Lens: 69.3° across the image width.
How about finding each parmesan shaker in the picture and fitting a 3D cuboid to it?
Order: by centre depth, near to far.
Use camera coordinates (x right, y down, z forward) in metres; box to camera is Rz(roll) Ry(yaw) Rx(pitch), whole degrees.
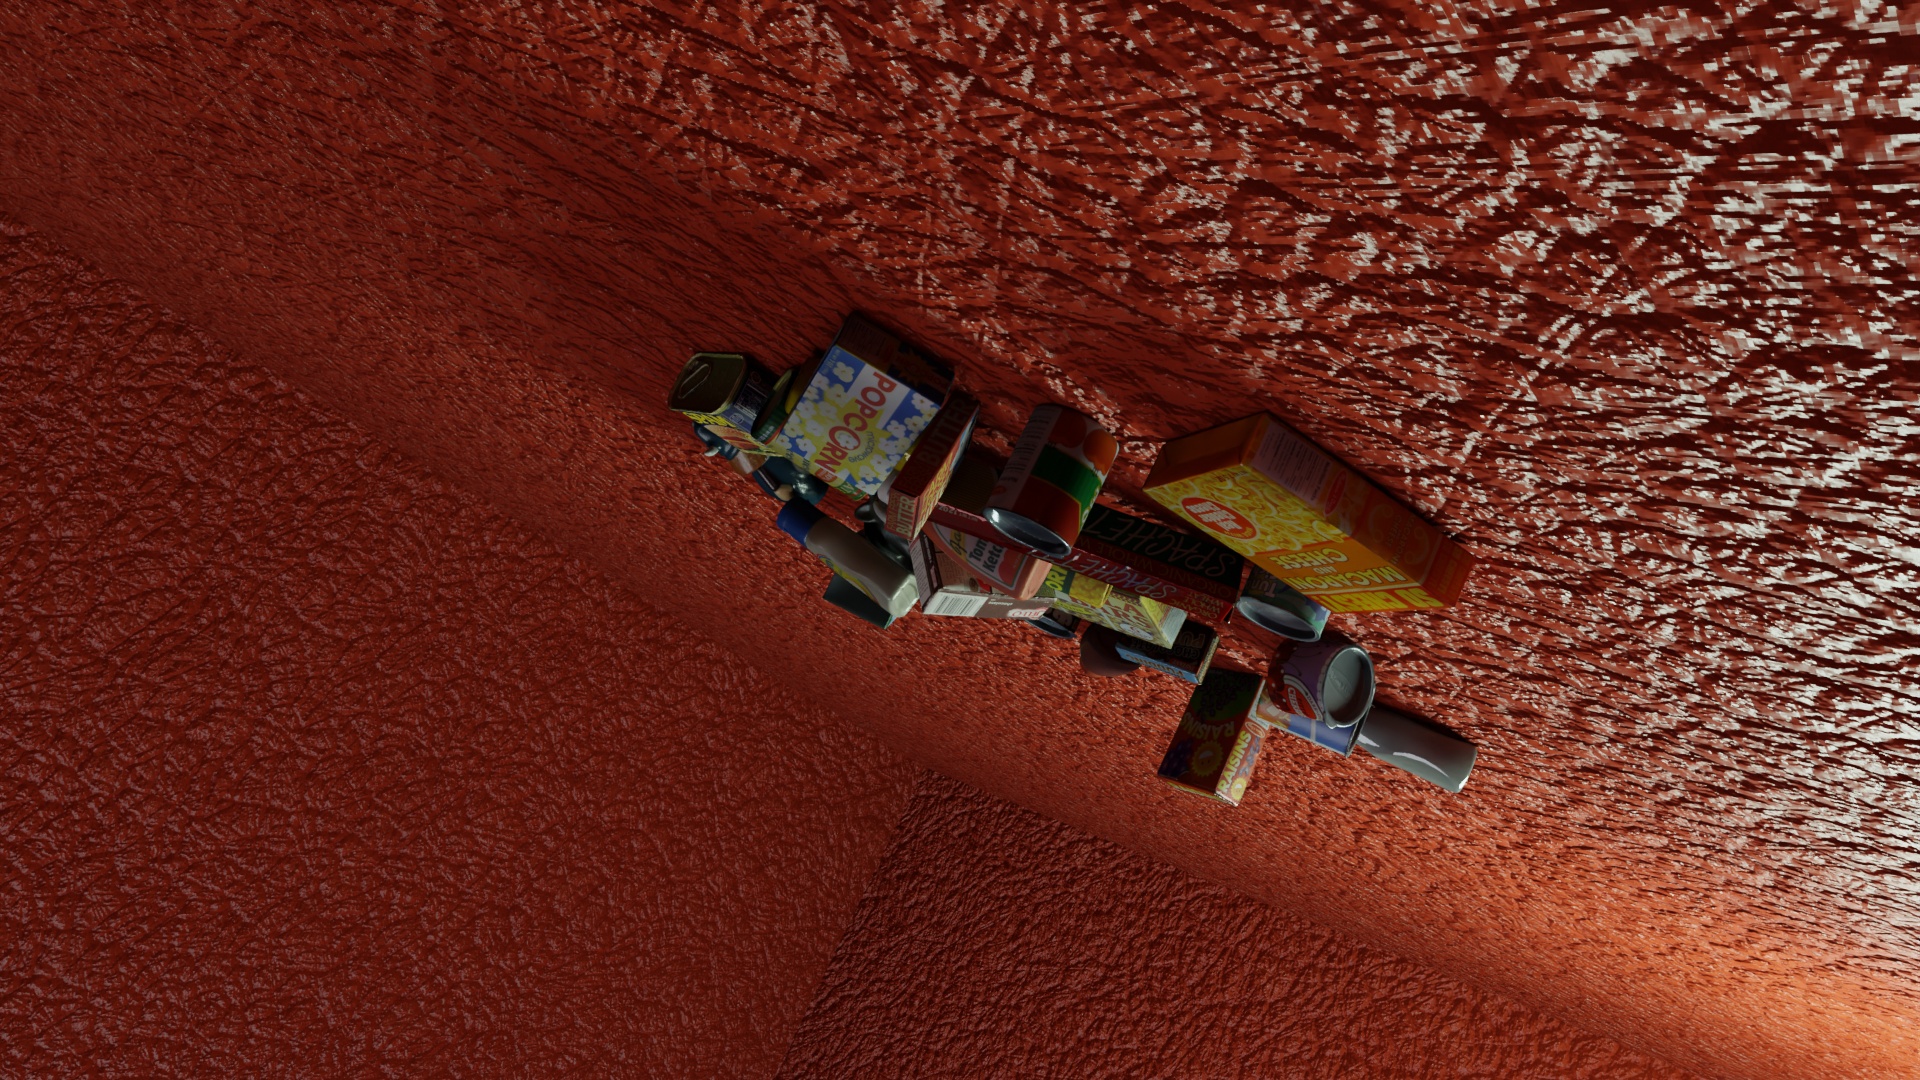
[{"bbox_3d":[-0.113,-0.086,1.137,0.103,0.071,0.071,31,165,-18],"label":"parmesan shaker"}]

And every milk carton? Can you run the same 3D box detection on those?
[{"bbox_3d":[-0.081,0.032,1.436,0.072,0.073,0.191,27,-173,3],"label":"milk carton"}]

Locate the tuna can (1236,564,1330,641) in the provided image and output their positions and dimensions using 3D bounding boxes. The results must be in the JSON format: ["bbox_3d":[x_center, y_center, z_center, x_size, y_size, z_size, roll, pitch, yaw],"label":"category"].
[{"bbox_3d":[0.241,0.045,1.039,0.071,0.033,0.071,25,166,7],"label":"tuna can"}]

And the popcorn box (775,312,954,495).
[{"bbox_3d":[-0.069,-0.095,0.990,0.085,0.038,0.126,29,142,-11],"label":"popcorn box"}]

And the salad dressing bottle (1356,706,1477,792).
[{"bbox_3d":[0.380,0.173,1.235,0.148,0.044,0.064,24,168,14],"label":"salad dressing bottle"}]

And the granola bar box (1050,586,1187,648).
[{"bbox_3d":[0.108,0.035,1.237,0.166,0.039,0.124,19,164,28],"label":"granola bar box"}]

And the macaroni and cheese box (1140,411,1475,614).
[{"bbox_3d":[0.214,-0.012,0.864,0.166,0.040,0.123,31,165,-15],"label":"macaroni and cheese box"}]

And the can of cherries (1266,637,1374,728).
[{"bbox_3d":[0.290,0.114,1.124,0.071,0.071,0.058,37,163,-35],"label":"can of cherries"}]

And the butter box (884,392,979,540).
[{"bbox_3d":[-0.020,-0.053,0.989,0.024,0.104,0.052,24,143,9],"label":"butter box"}]

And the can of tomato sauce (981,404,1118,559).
[{"bbox_3d":[0.064,-0.040,0.947,0.071,0.083,0.071,25,166,7],"label":"can of tomato sauce"}]

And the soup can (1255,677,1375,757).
[{"bbox_3d":[0.307,0.138,1.198,0.084,0.071,0.071,22,165,22],"label":"soup can"}]

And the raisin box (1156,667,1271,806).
[{"bbox_3d":[0.254,0.190,1.357,0.040,0.123,0.086,35,164,-30],"label":"raisin box"}]

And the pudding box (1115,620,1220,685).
[{"bbox_3d":[0.191,0.096,1.283,0.084,0.050,0.030,19,162,29],"label":"pudding box"}]

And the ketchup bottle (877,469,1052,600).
[{"bbox_3d":[0.004,-0.014,1.091,0.149,0.064,0.043,30,-168,21],"label":"ketchup bottle"}]

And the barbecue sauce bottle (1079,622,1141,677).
[{"bbox_3d":[0.152,0.116,1.444,0.065,0.044,0.148,26,167,2],"label":"barbecue sauce bottle"}]

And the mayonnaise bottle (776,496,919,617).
[{"bbox_3d":[-0.105,0.013,1.286,0.148,0.041,0.064,35,168,20],"label":"mayonnaise bottle"}]

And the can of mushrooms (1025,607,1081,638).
[{"bbox_3d":[0.093,0.072,1.410,0.071,0.033,0.071,25,166,7],"label":"can of mushrooms"}]

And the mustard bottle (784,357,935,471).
[{"bbox_3d":[-0.056,-0.085,1.072,0.160,0.049,0.065,27,163,-4],"label":"mustard bottle"}]

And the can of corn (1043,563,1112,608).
[{"bbox_3d":[0.098,0.016,1.115,0.058,0.071,0.071,23,166,10],"label":"can of corn"}]

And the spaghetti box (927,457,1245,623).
[{"bbox_3d":[0.089,-0.004,1.033,0.250,0.050,0.028,19,143,0],"label":"spaghetti box"}]
